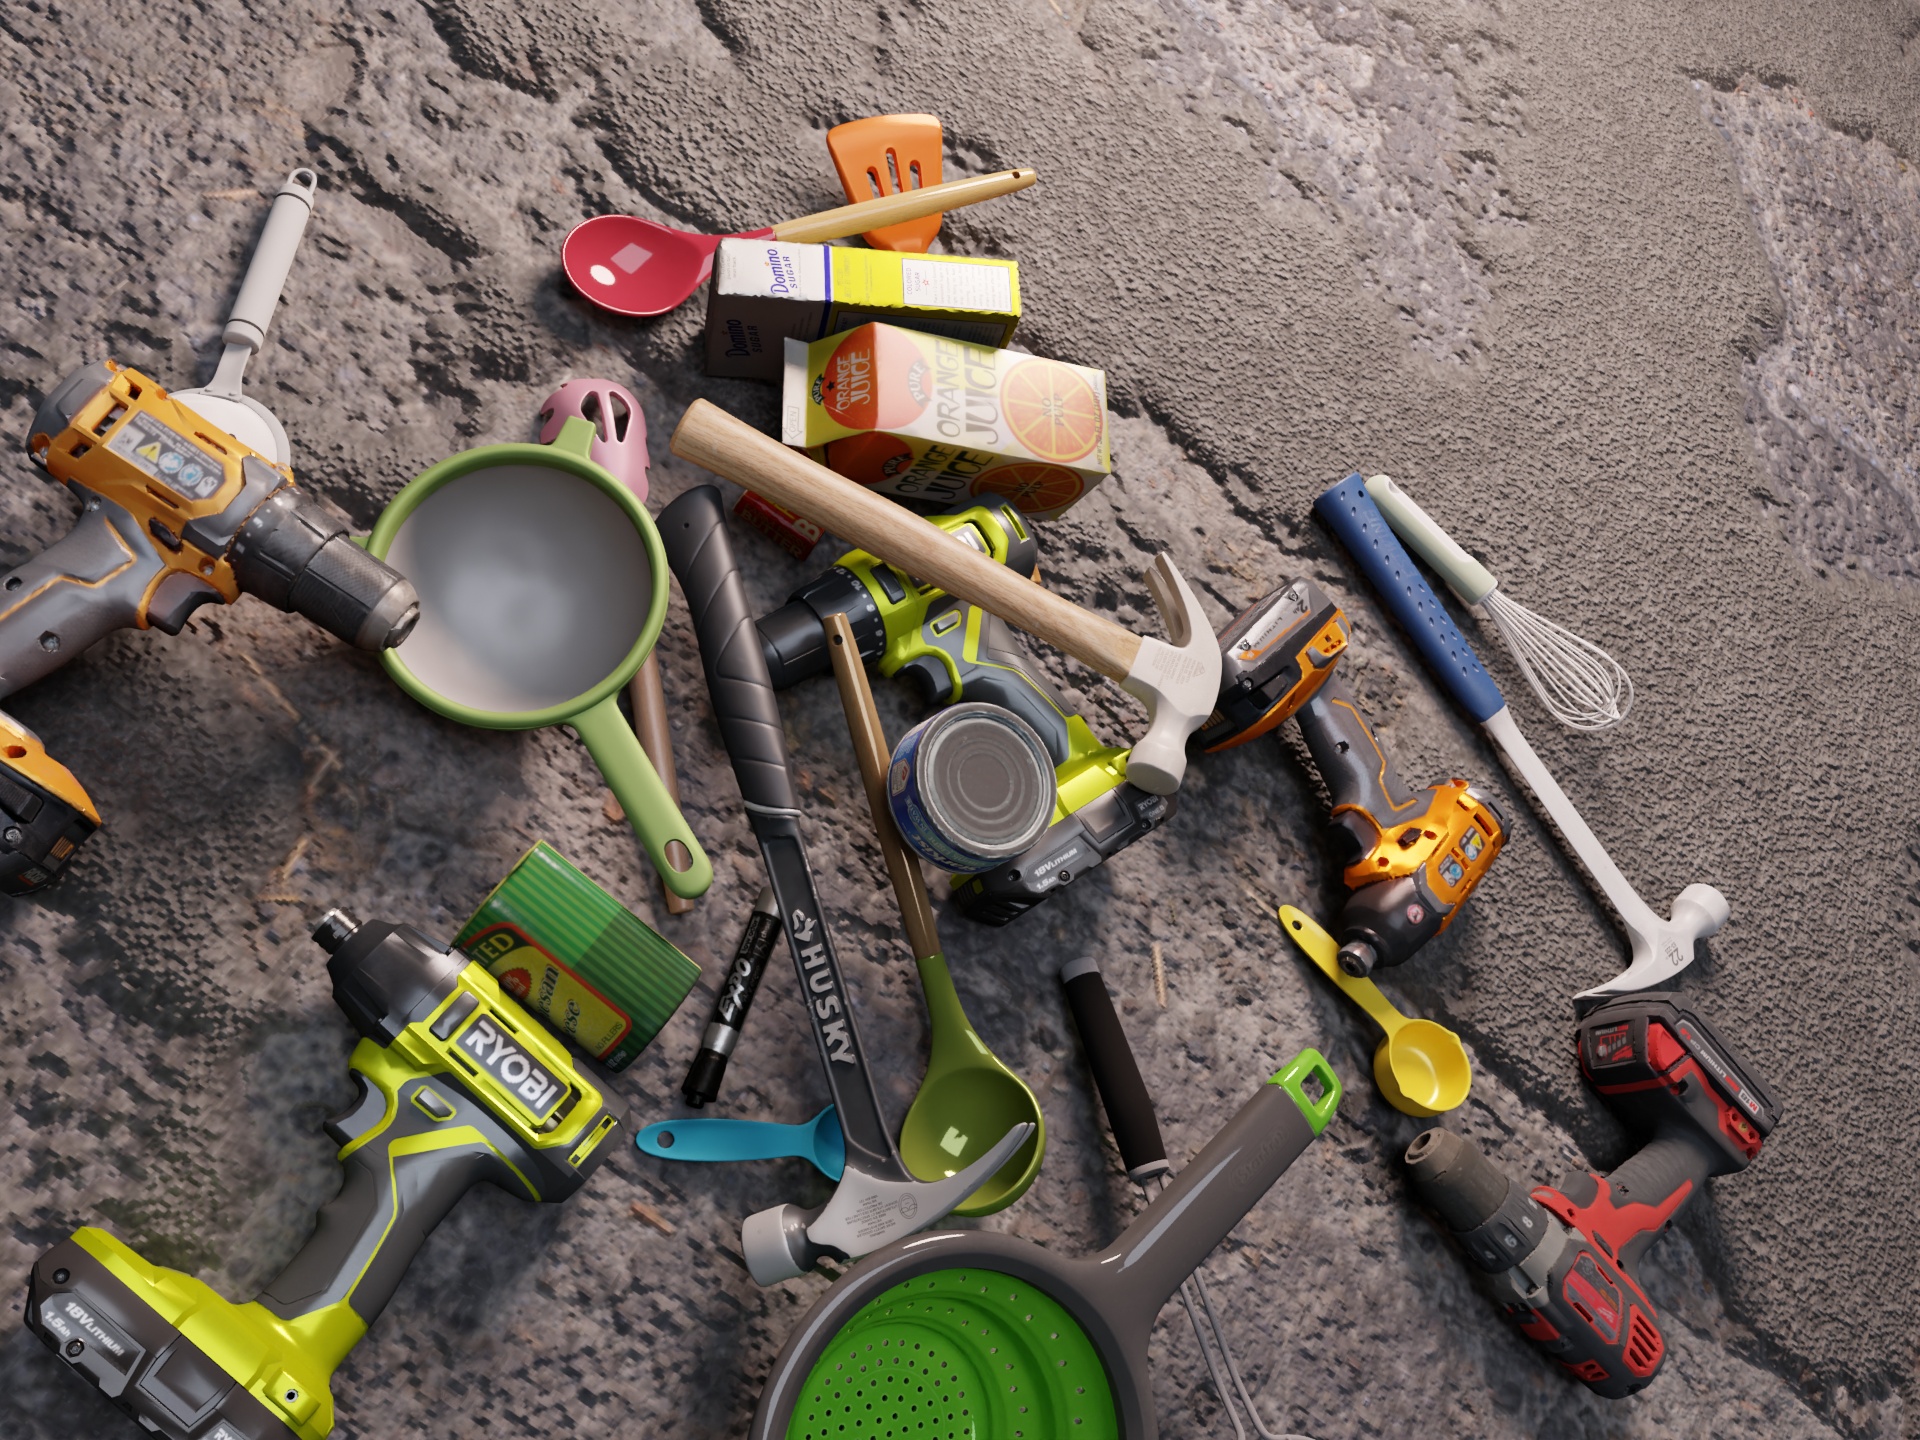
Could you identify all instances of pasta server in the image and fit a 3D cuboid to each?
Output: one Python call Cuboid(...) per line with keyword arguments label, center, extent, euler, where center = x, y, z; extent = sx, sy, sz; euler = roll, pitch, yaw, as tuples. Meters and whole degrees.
Cuboid(label="pasta server", center=(-0.179, -0.049, 0.871), extent=(0.060, 0.040, 0.316), euler=(-6, 77, -27))

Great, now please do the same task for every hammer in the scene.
Cuboid(label="hammer", center=(0.370, 0.007, 1.095), extent=(0.144, 0.035, 0.405), euler=(-32, 85, -31))
Cuboid(label="hammer", center=(-0.004, -0.088, 0.880), extent=(0.331, 0.031, 0.130), euler=(28, 61, -6))
Cuboid(label="hammer", center=(-0.086, 0.061, 0.810), extent=(0.149, 0.036, 0.409), euler=(-21, 72, 8))

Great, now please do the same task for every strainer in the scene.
Cuboid(label="strainer", center=(-0.198, -0.018, 0.816), extent=(0.151, 0.069, 0.256), euler=(-31, 84, -13))
Cuboid(label="strainer", center=(-0.378, -0.195, 0.829), extent=(0.087, 0.050, 0.259), euler=(9, 63, -6))

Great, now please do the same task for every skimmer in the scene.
Cuboid(label="skimmer", center=(0.111, 0.310, 0.860), extent=(0.127, 0.090, 0.364), euler=(-8, 64, -23))

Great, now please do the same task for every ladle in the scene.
Cuboid(label="ladle", center=(-0.092, -0.305, 0.983), extent=(0.315, 0.031, 0.069), euler=(-20, 81, -20))
Cuboid(label="ladle", center=(-0.026, 0.099, 0.827), extent=(0.078, 0.062, 0.320), euler=(-16, 89, 9))

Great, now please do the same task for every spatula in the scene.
Cuboid(label="spatula", center=(-0.005, -0.236, 1.015), extent=(0.081, 0.041, 0.323), euler=(-15, 78, -19))

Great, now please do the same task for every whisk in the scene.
Cuboid(label="whisk", center=(0.379, -0.085, 1.130), extent=(0.246, 0.059, 0.058), euler=(45, 36, 3))

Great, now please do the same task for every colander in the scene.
Cuboid(label="colander", center=(0.041, 0.298, 0.781), extent=(0.397, 0.094, 0.204), euler=(-37, 95, -28))

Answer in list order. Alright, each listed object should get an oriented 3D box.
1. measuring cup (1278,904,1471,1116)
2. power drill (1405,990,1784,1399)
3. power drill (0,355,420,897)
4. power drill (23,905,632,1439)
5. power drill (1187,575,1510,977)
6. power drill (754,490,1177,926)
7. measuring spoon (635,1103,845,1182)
Cuboid(label="measuring cup", center=(0.248, 0.178, 0.983), extent=(0.062, 0.029, 0.156), euler=(-33, 74, -34))
Cuboid(label="power drill", center=(0.386, 0.268, 0.978), extent=(0.188, 0.080, 0.227), euler=(47, 62, -1))
Cuboid(label="power drill", center=(-0.378, -0.031, 0.719), extent=(0.185, 0.084, 0.226), euler=(34, 68, -6))
Cuboid(label="power drill", center=(-0.278, 0.202, 0.697), extent=(0.171, 0.080, 0.223), euler=(43, 55, -4))
Cuboid(label="power drill", center=(0.231, 0.041, 0.990), extent=(0.226, 0.084, 0.164), euler=(50, 55, -4))
Cuboid(label="power drill", center=(-0.001, -0.003, 0.905), extent=(0.190, 0.080, 0.228), euler=(-29, 82, -26))
Cuboid(label="measuring spoon", center=(-0.101, 0.215, 0.810), extent=(0.128, 0.021, 0.042), euler=(5, 69, -13))
